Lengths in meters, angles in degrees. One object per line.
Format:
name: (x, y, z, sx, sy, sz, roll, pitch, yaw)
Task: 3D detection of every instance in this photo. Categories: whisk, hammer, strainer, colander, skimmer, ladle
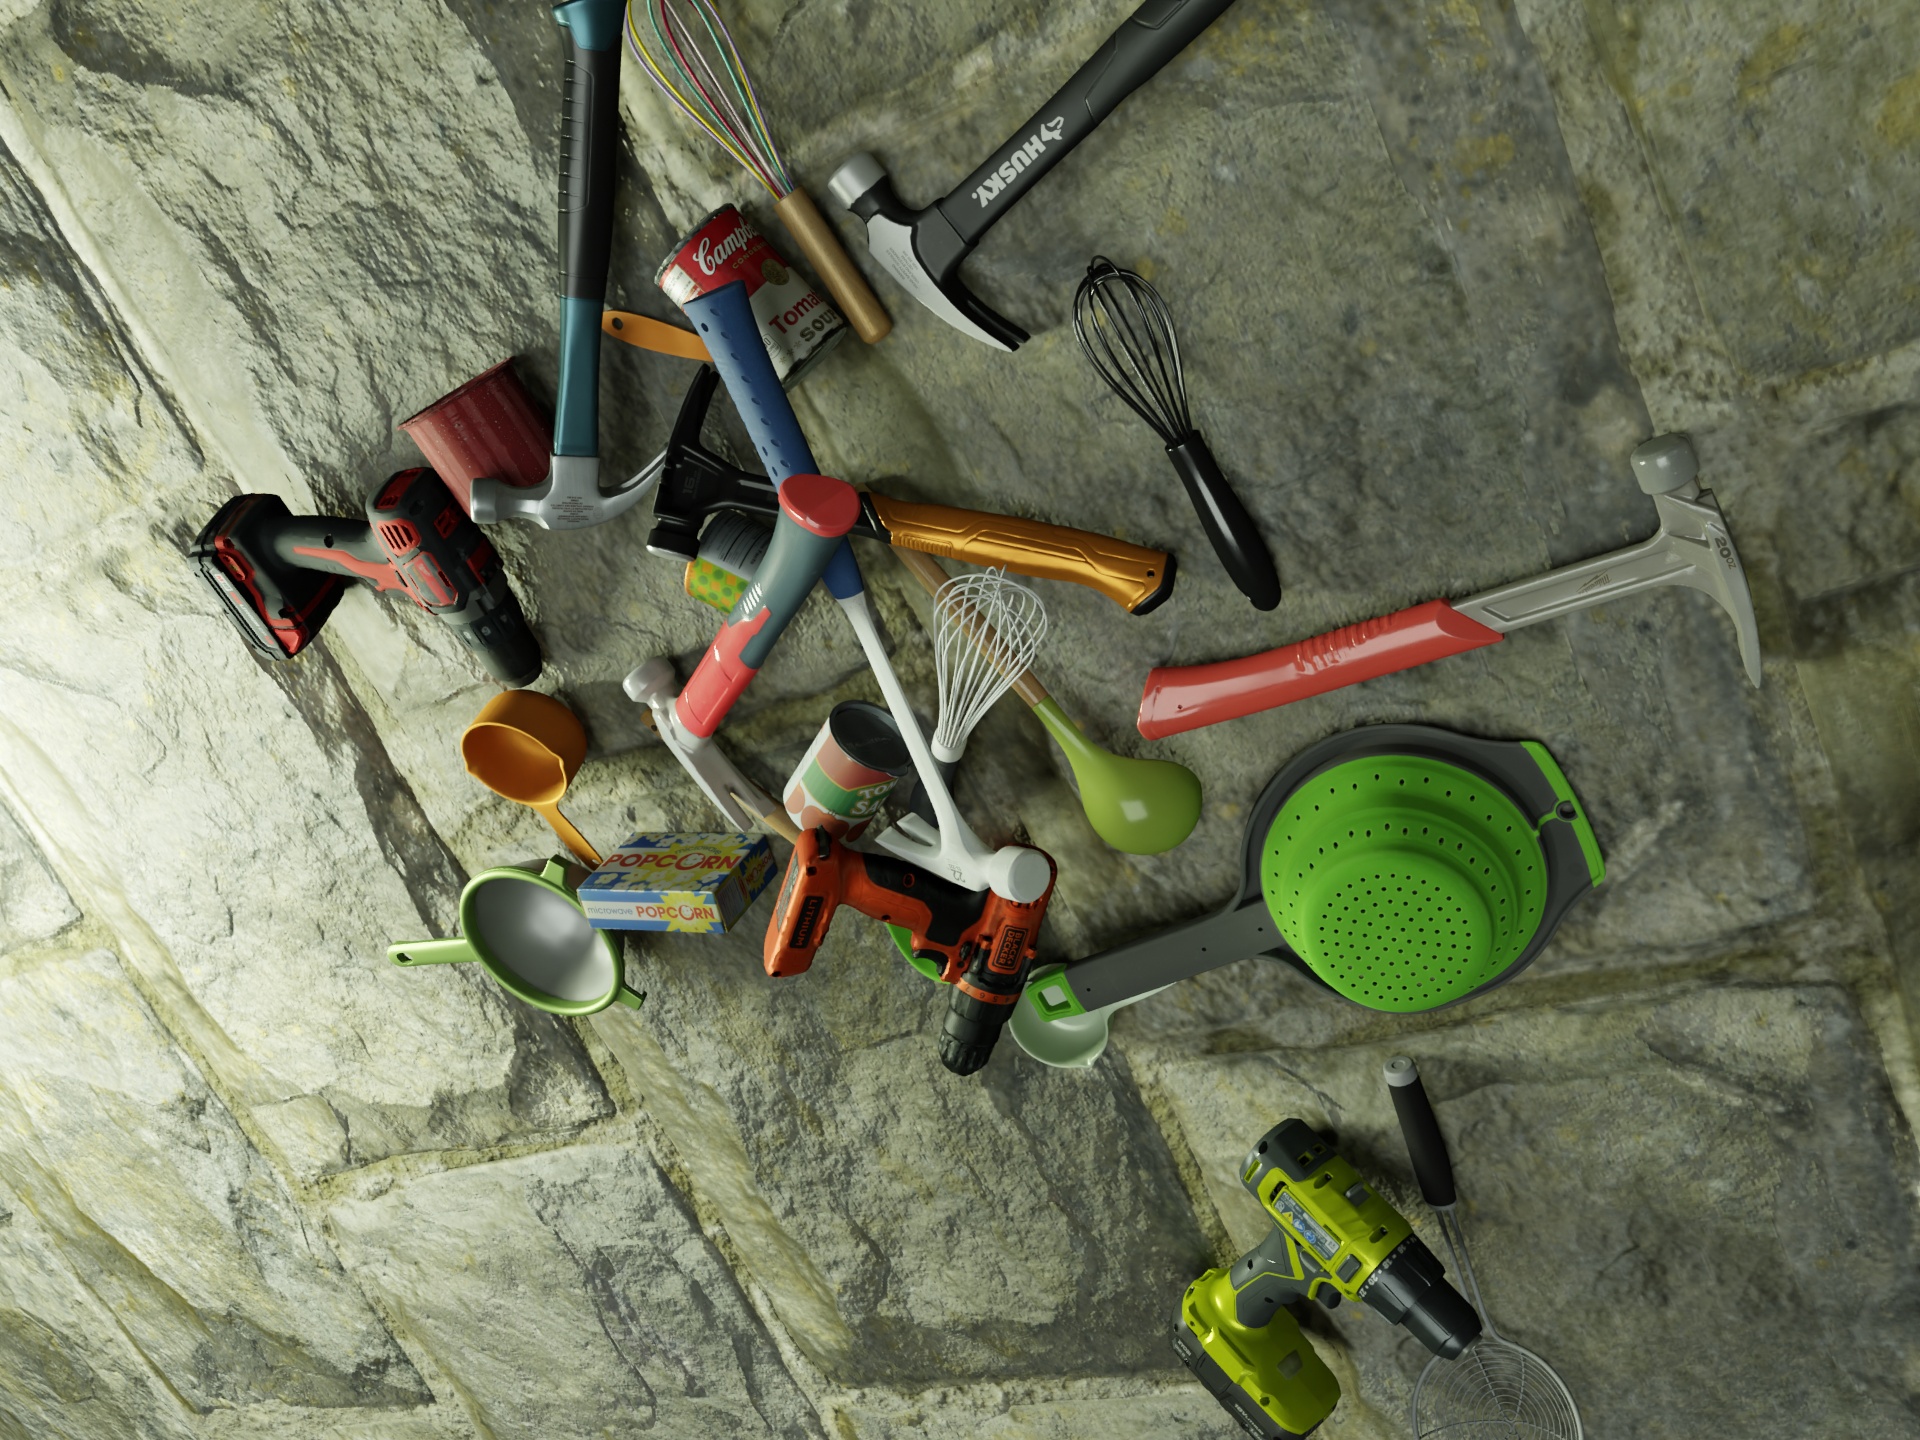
whisk: (-0.003, -0.004, 1.041, 0.070, 0.070, 0.284, 28, 144, 7)
hammer: (-0.127, -0.039, 1.010, 0.143, 0.038, 0.386, 51, 151, 2)
whisk: (-0.113, -0.334, 0.947, 0.051, 0.047, 0.244, -18, 114, 43)
strainer: (-0.372, 0.172, 1.327, 0.256, 0.069, 0.151, -9, 118, 30)
hammer: (0.082, -0.342, 0.861, 0.334, 0.035, 0.146, -35, 100, 34)
colander: (0.205, 0.142, 1.022, 0.397, 0.094, 0.204, -25, 103, 26)
whisk: (0.133, -0.164, 0.934, 0.055, 0.055, 0.238, -20, 113, 31)
hammer: (-0.068, -0.068, 0.969, 0.144, 0.035, 0.405, 8, 127, 53)
skimmer: (0.353, 0.410, 1.136, 0.127, 0.090, 0.363, -8, 114, 34)
hammer: (0.273, -0.042, 0.949, 0.359, 0.037, 0.149, -18, 109, 30)
hammer: (-0.028, -0.132, 1.009, 0.337, 0.034, 0.127, 13, 89, 8)
ladle: (0.040, -0.037, 1.055, 0.320, 0.062, 0.078, 49, 122, 0)
hammer: (-0.239, -0.280, 0.999, 0.128, 0.033, 0.330, 1, 113, -17)

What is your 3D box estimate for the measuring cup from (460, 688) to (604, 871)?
measuring cup: (-0.316, 0.047, 1.247, 0.095, 0.052, 0.173, -7, 131, 27)

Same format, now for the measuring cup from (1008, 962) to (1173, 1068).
measuring cup: (0.110, 0.194, 1.153, 0.167, 0.038, 0.083, -32, 101, 28)

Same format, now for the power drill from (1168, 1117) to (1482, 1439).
power drill: (0.260, 0.427, 1.163, 0.191, 0.080, 0.228, 43, 131, 28)

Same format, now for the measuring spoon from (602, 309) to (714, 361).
measuring spoon: (-0.187, -0.251, 1.044, 0.117, 0.011, 0.021, 19, 121, 17)

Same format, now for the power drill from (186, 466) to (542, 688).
power drill: (-0.432, -0.096, 1.185, 0.227, 0.080, 0.187, -1, 136, 23)

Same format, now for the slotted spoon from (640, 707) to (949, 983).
slotted spoon: (-0.113, 0.088, 1.193, 0.314, 0.031, 0.070, 37, 125, 2)

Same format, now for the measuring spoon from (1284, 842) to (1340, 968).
measuring spoon: (0.235, 0.118, 1.062, 0.042, 0.021, 0.128, 10, 123, 18)
